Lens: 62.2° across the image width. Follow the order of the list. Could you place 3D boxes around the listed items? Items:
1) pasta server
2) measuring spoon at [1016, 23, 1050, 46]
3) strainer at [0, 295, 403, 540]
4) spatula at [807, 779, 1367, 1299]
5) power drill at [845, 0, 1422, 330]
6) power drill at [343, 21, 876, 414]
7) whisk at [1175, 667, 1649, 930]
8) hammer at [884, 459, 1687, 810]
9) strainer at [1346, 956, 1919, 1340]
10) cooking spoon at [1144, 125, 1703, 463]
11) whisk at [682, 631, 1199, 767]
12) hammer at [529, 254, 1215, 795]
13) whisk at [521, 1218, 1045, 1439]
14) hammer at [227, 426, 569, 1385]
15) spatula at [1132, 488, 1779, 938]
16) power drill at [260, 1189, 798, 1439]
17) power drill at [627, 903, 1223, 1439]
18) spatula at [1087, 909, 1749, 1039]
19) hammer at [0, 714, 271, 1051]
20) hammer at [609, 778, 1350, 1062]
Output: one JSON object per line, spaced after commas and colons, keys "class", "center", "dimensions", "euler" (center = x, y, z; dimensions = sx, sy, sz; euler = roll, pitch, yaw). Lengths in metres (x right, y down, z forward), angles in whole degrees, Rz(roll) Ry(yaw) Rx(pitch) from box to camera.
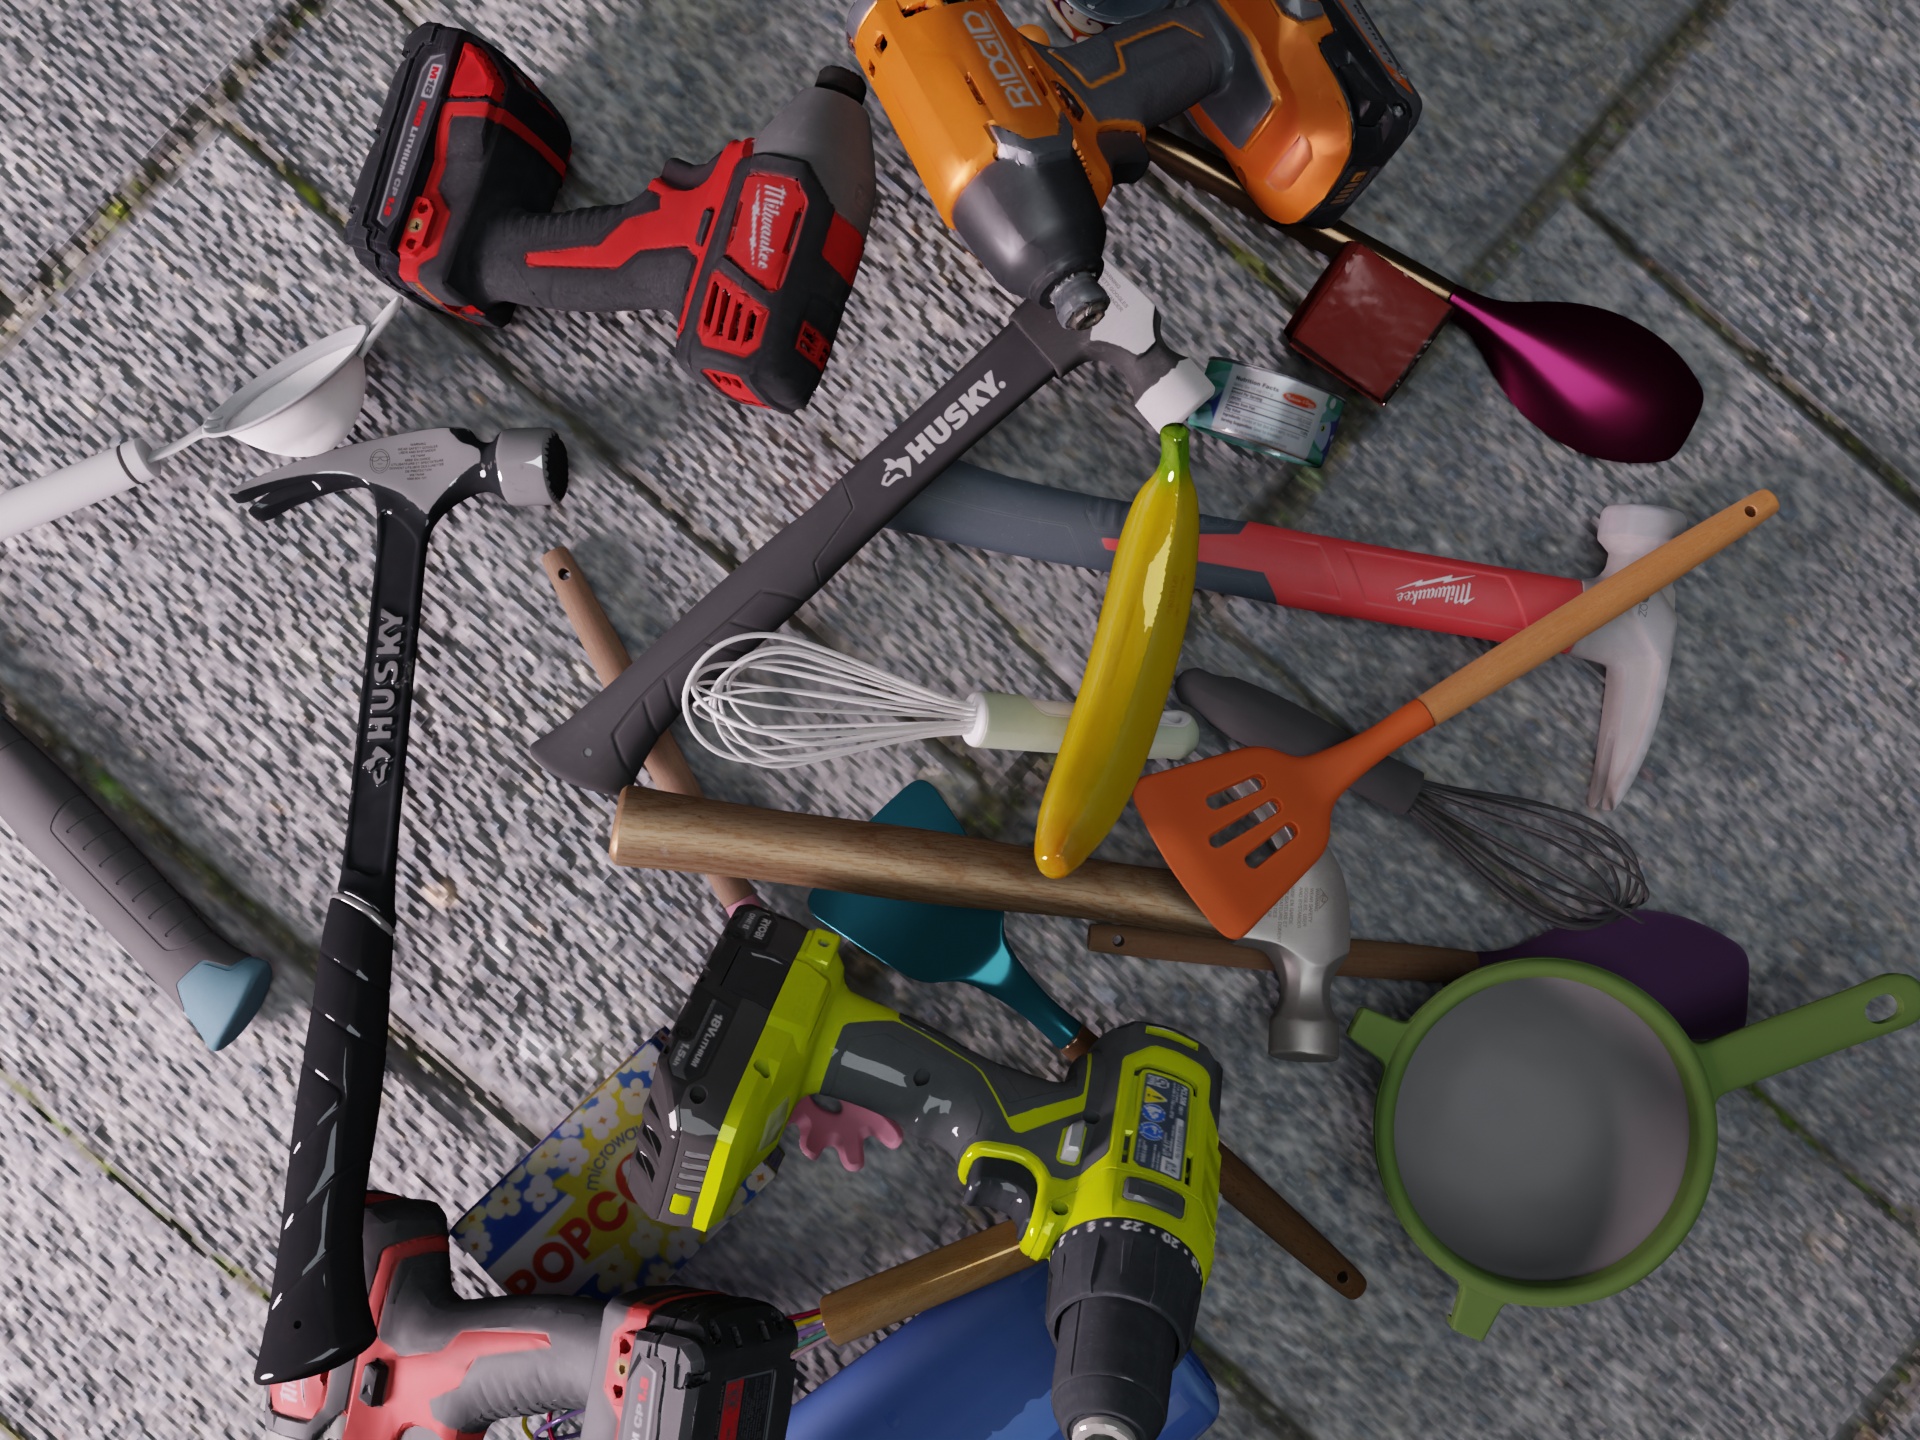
{"class": "pasta server", "center": [-0.114, 0.059, 0.733], "dimensions": [0.060, 0.040, 0.316], "euler": [-28, 88, -10]}
{"class": "measuring spoon", "center": [0.023, -0.276, 0.757], "dimensions": [0.021, 0.011, 0.117], "euler": [12, 88, -1]}
{"class": "strainer", "center": [-0.358, -0.118, 0.711], "dimensions": [0.258, 0.087, 0.050], "euler": [-23, 122, -2]}
{"class": "spatula", "center": [0.070, 0.161, 0.743], "dimensions": [0.317, 0.044, 0.082], "euler": [42, 86, -5]}
{"class": "power drill", "center": [0.082, -0.249, 0.672], "dimensions": [0.226, 0.084, 0.164], "euler": [-19, 75, -28]}
{"class": "power drill", "center": [-0.142, -0.224, 0.686], "dimensions": [0.220, 0.078, 0.143], "euler": [17, 88, 18]}
{"class": "whisk", "center": [0.208, 0.034, 0.736], "dimensions": [0.239, 0.055, 0.055], "euler": [27, 88, 4]}
{"class": "hammer", "center": [0.137, -0.059, 0.742], "dimensions": [0.386, 0.038, 0.143], "euler": [10, 90, -1]}
{"class": "strainer", "center": [0.304, 0.163, 0.724], "dimensions": [0.256, 0.069, 0.151], "euler": [-19, 87, -3]}
{"class": "cooking spoon", "center": [0.209, -0.213, 0.757], "dimensions": [0.319, 0.017, 0.069], "euler": [27, 89, -1]}
{"class": "whisk", "center": [-0.001, -0.002, 0.699], "dimensions": [0.246, 0.058, 0.059], "euler": [5, 112, -24]}
{"class": "hammer", "center": [-0.059, -0.090, 0.703], "dimensions": [0.335, 0.035, 0.146], "euler": [-42, 93, 2]}
{"class": "whisk", "center": [-0.077, 0.263, 0.677], "dimensions": [0.245, 0.051, 0.047], "euler": [-24, 97, 6]}
{"class": "hammer", "center": [-0.257, 0.062, 0.677], "dimensions": [0.149, 0.036, 0.409], "euler": [-1, 72, 4]}
{"class": "spatula", "center": [0.228, -0.017, 0.703], "dimensions": [0.322, 0.041, 0.081], "euler": [-31, 78, -2]}
{"class": "power drill", "center": [-0.189, 0.299, 0.635], "dimensions": [0.227, 0.080, 0.188], "euler": [2, 77, 25]}
{"class": "power drill", "center": [-0.008, 0.175, 0.630], "dimensions": [0.228, 0.191, 0.080], "euler": [20, 123, 1]}
{"class": "spatula", "center": [0.217, 0.112, 0.748], "dimensions": [0.316, 0.018, 0.060], "euler": [4, 86, -2]}
{"class": "hammer", "center": [-0.438, 0.018, 0.728], "dimensions": [0.128, 0.033, 0.331], "euler": [-44, 90, -3]}
{"class": "hammer", "center": [0.013, 0.066, 0.708], "dimensions": [0.331, 0.031, 0.130], "euler": [9, 72, -7]}
